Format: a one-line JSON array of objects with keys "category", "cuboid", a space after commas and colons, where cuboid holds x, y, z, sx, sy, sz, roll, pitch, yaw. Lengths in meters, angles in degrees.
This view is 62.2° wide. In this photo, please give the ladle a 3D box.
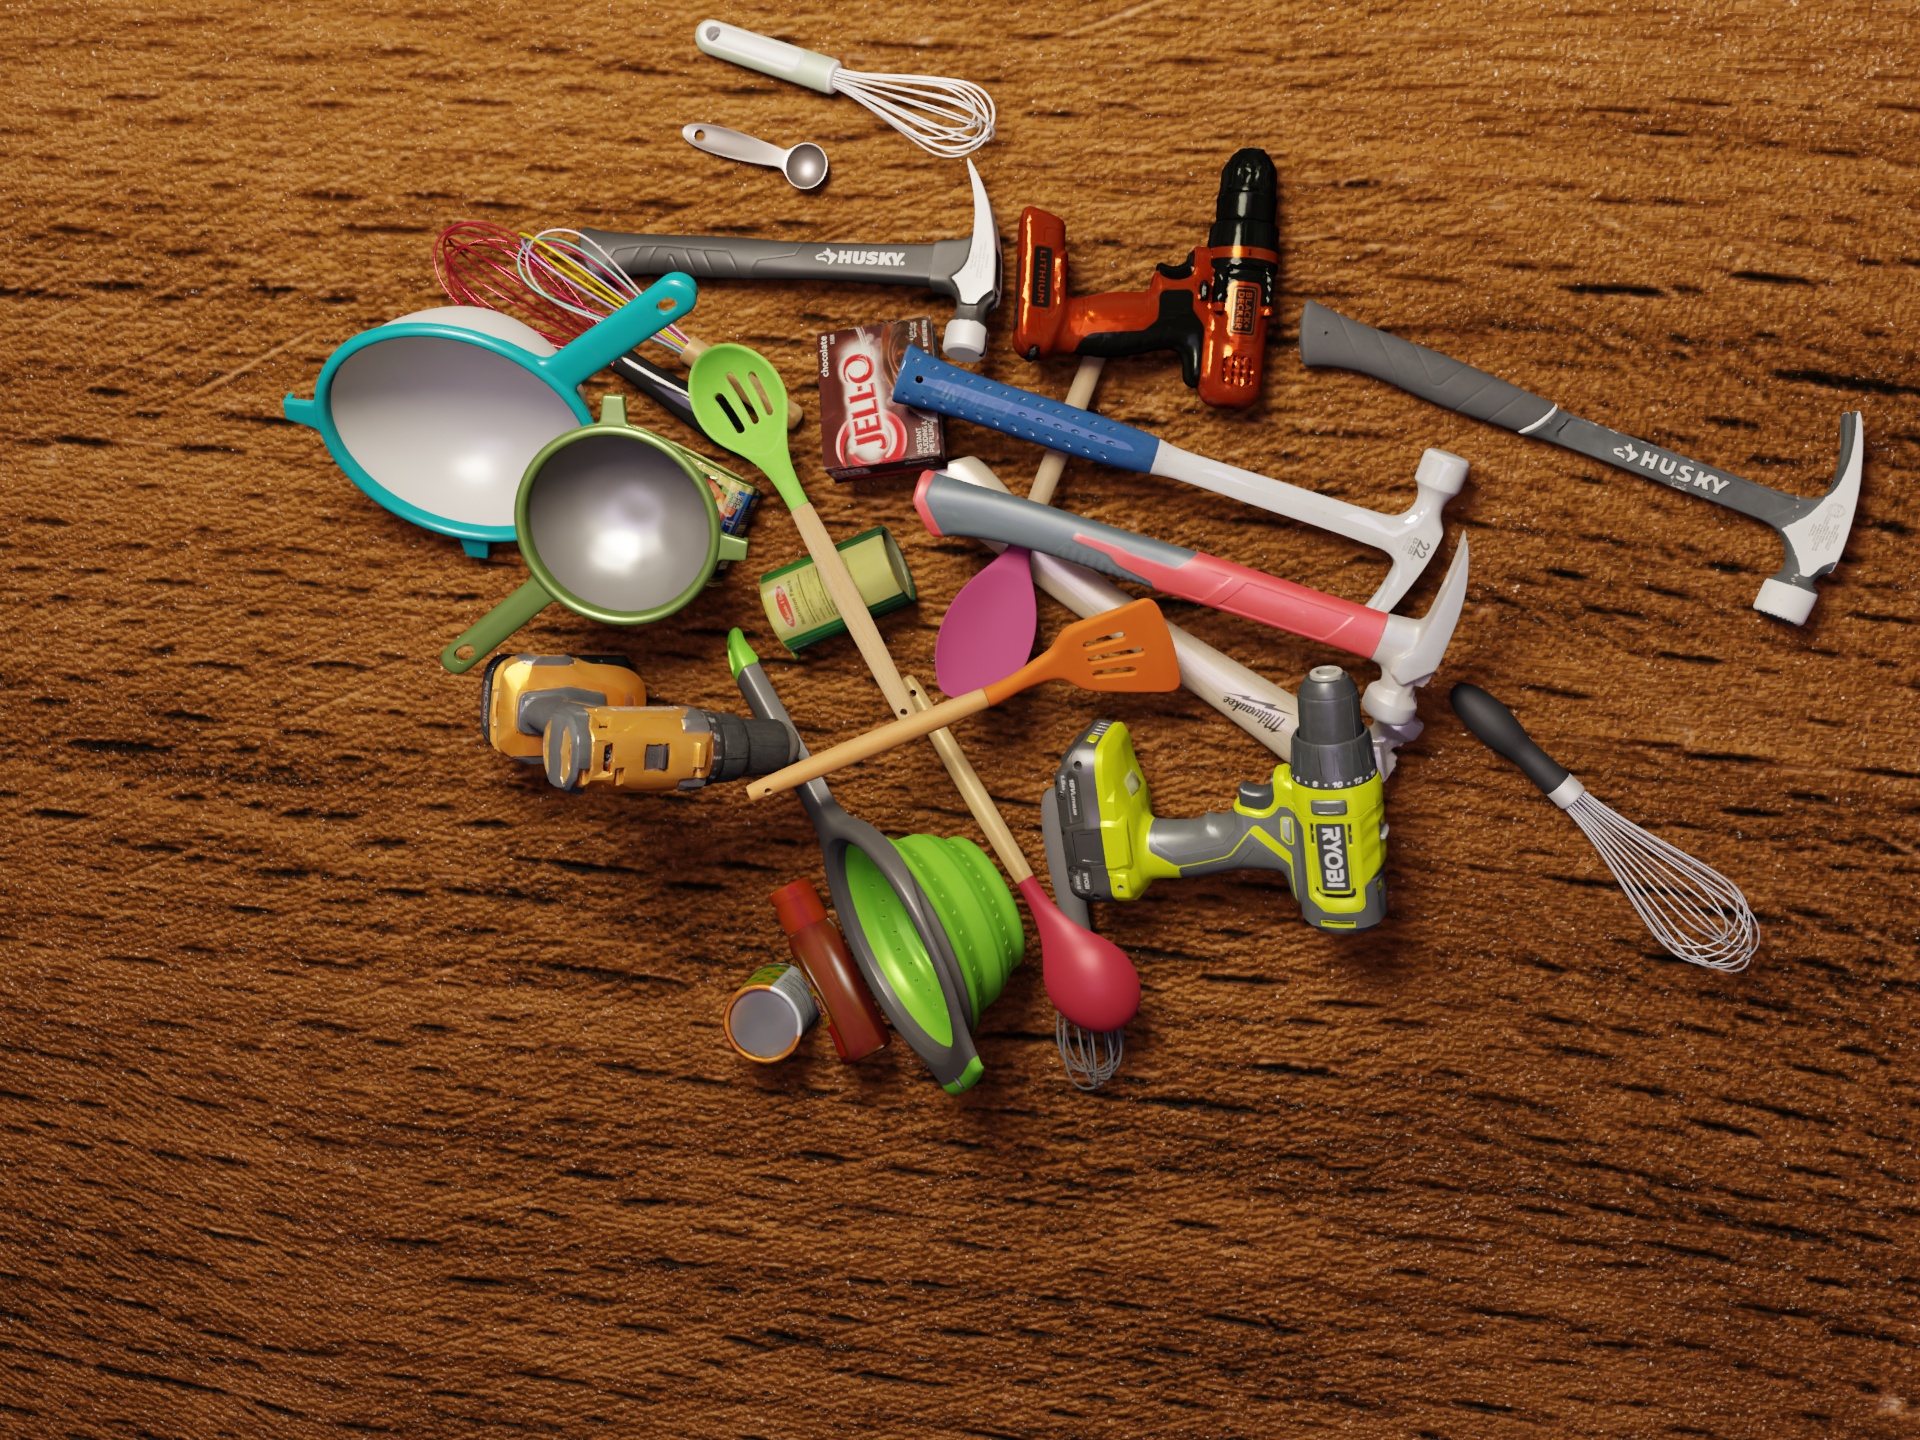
[{"category": "ladle", "cuboid": [0.038, 0.099, 1.217, 0.069, 0.031, 0.315, -34, 79, 14]}]

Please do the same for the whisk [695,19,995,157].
[{"category": "whisk", "cuboid": [-0.087, -0.473, 1.175, 0.246, 0.059, 0.058, 22, 89, 11]}]

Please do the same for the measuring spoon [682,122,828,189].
[{"category": "measuring spoon", "cuboid": [-0.155, -0.432, 1.211, 0.124, 0.018, 0.034, 21, 98, 13]}]

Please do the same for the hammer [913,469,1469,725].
[{"category": "hammer", "cuboid": [0.156, -0.119, 1.120, 0.386, 0.038, 0.143, 18, 118, 5]}]

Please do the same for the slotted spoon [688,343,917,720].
[{"category": "slotted spoon", "cuboid": [-0.108, -0.133, 1.170, 0.070, 0.031, 0.314, -28, 91, 11]}]

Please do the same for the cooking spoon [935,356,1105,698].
[{"category": "cooking spoon", "cuboid": [0.058, -0.162, 1.174, 0.068, 0.017, 0.319, 21, 89, -3]}]

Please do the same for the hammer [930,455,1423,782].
[{"category": "hammer", "cuboid": [0.136, -0.058, 1.200, 0.410, 0.038, 0.146, 35, 103, 4]}]

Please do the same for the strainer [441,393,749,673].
[{"category": "strainer", "cuboid": [-0.287, -0.121, 1.188, 0.256, 0.069, 0.151, -35, 107, 17]}]

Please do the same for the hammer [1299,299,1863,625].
[{"category": "hammer", "cuboid": [0.432, -0.212, 1.128, 0.409, 0.036, 0.149, 23, 100, 6]}]

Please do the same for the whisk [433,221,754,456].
[{"category": "whisk", "cuboid": [-0.279, -0.291, 1.230, 0.296, 0.073, 0.073, 33, 102, -2]}]

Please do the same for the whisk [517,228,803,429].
[{"category": "whisk", "cuboid": [-0.226, -0.293, 1.198, 0.245, 0.047, 0.051, 32, 59, -13]}]

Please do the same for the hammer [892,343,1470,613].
[{"category": "hammer", "cuboid": [0.148, -0.181, 1.143, 0.405, 0.035, 0.144, 18, 110, -2]}]

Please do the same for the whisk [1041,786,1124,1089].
[{"category": "whisk", "cuboid": [0.088, 0.170, 1.236, 0.055, 0.055, 0.239, -9, 92, 11]}]

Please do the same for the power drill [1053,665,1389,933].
[{"category": "power drill", "cuboid": [0.190, 0.055, 1.147, 0.228, 0.080, 0.190, -1, 112, 23]}]

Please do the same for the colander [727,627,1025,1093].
[{"category": "colander", "cuboid": [-0.056, 0.086, 1.223, 0.094, 0.204, 0.397, -25, 75, -21]}]

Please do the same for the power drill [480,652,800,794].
[{"category": "power drill", "cuboid": [-0.244, 0.004, 1.191, 0.185, 0.226, 0.084, -1, 101, -35]}]

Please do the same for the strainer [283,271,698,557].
[{"category": "strainer", "cuboid": [-0.318, -0.263, 1.179, 0.340, 0.095, 0.210, -24, 134, 28]}]

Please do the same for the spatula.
[{"category": "spatula", "cuboid": [-0.002, -0.004, 1.145, 0.322, 0.041, 0.081, -22, 121, -1]}]

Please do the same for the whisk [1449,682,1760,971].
[{"category": "whisk", "cuboid": [0.463, 0.075, 1.154, 0.284, 0.070, 0.070, 44, 102, 6]}]

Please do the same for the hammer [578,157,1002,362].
[{"category": "hammer", "cuboid": [-0.131, -0.350, 1.193, 0.335, 0.035, 0.146, 7, 80, 14]}]
